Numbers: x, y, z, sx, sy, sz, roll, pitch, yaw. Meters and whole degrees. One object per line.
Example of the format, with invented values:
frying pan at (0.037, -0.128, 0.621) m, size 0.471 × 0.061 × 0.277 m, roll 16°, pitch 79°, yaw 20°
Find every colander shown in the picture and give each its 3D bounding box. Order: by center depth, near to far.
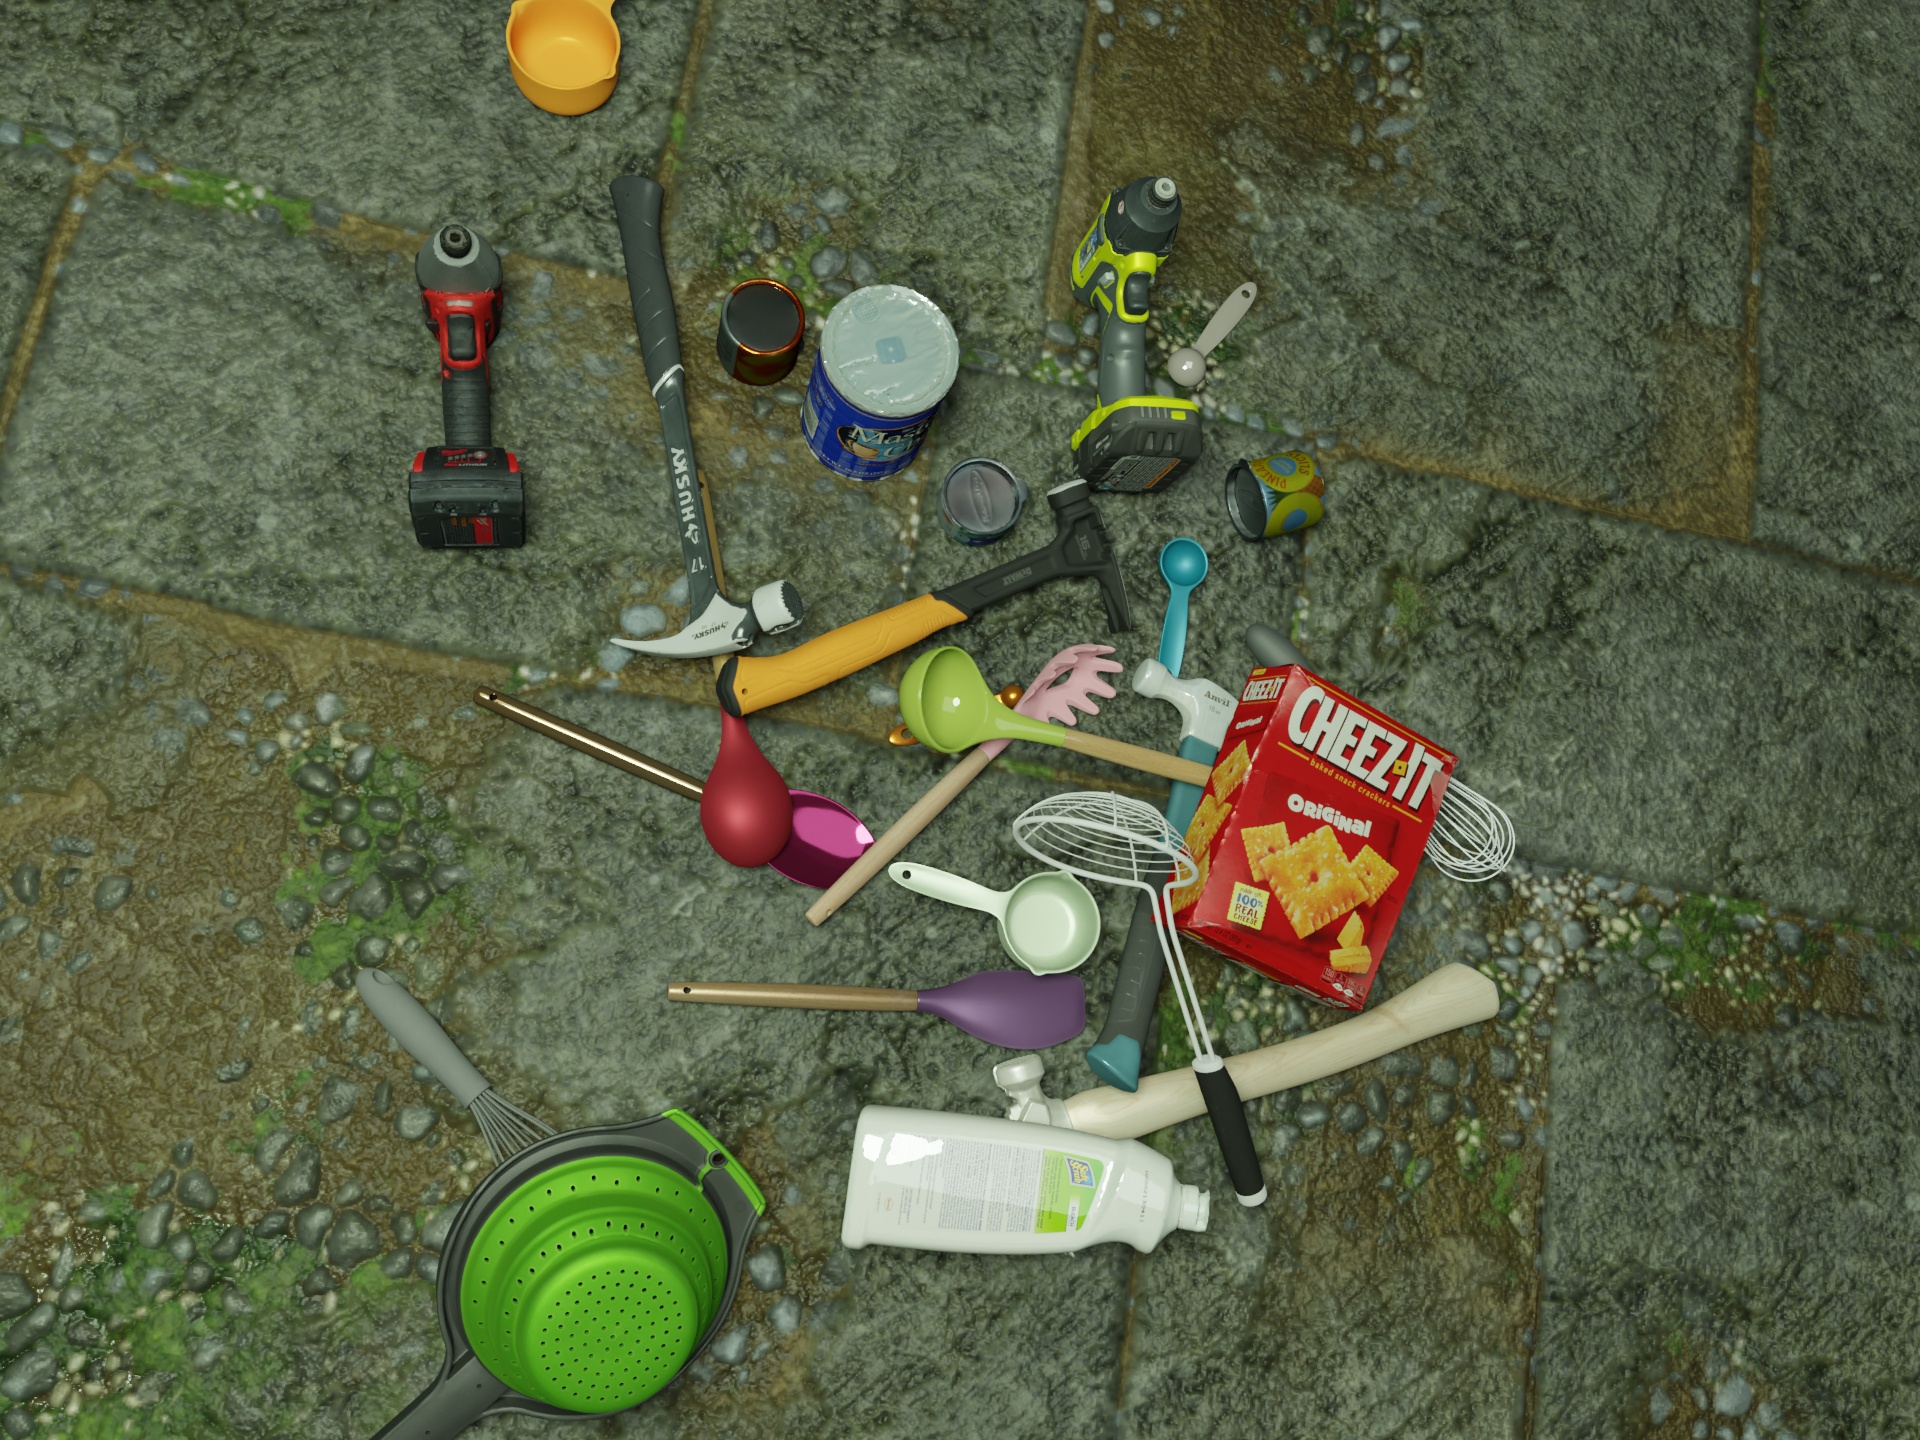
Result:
colander at (-0.293, 0.430, 1.021) m, size 0.397 × 0.094 × 0.204 m, roll -41°, pitch 110°, yaw -10°

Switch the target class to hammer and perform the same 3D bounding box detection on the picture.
hammer at (-0.026, -0.072, 1.215) m, size 0.337 × 0.034 × 0.127 m, roll -24°, pitch 99°, yaw -20°
hammer at (-0.224, -0.239, 1.217) m, size 0.149 × 0.036 × 0.409 m, roll -19°, pitch 73°, yaw 20°
hammer at (0.156, 0.119, 1.219) m, size 0.128 × 0.033 × 0.331 m, roll 24°, pitch 66°, yaw -12°
hammer at (0.235, 0.279, 1.222) m, size 0.410 × 0.038 × 0.146 m, roll -14°, pitch 83°, yaw -15°

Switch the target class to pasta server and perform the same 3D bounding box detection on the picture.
pasta server at (0.003, 0.047, 1.215) m, size 0.316 × 0.040 × 0.060 m, roll -43°, pitch 134°, yaw -18°

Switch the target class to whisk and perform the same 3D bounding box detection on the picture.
whisk at (-0.336, 0.261, 1.098) m, size 0.055 × 0.055 × 0.239 m, roll -43°, pitch 85°, yaw -17°
whisk at (0.337, 0.022, 1.292) m, size 0.284 × 0.070 × 0.070 m, roll 44°, pitch 73°, yaw 4°

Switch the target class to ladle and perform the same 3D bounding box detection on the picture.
ladle at (0.106, 0.017, 1.190) m, size 0.320 × 0.062 × 0.078 m, roll 15°, pitch 75°, yaw -12°
ladle at (-0.177, -0.045, 1.200) m, size 0.069 × 0.031 × 0.316 m, roll -5°, pitch 73°, yaw -20°

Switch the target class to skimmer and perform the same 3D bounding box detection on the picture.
skimmer at (0.141, 0.205, 1.110) m, size 0.090 × 0.127 × 0.363 m, roll -36°, pitch 113°, yaw -42°

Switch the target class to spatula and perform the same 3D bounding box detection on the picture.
spatula at (-0.058, 0.210, 1.182) m, size 0.316 × 0.018 × 0.060 m, roll 5°, pitch 71°, yaw -12°

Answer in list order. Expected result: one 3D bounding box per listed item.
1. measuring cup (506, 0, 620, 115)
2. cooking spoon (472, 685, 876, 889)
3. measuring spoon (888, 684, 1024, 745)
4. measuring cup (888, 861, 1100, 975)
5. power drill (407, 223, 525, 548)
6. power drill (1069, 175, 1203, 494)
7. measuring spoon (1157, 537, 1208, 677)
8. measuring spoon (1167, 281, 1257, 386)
measuring cup at (-0.295, -0.563, 1.285) m, size 0.095 × 0.052 × 0.174 m, roll 35°, pitch 71°, yaw -3°
cooking spoon at (-0.212, 0.045, 1.186) m, size 0.319 × 0.017 × 0.069 m, roll 25°, pitch 70°, yaw -6°
measuring spoon at (-0.002, -0.004, 1.245) m, size 0.117 × 0.011 × 0.021 m, roll -19°, pitch 82°, yaw -16°
measuring cup at (0.023, 0.140, 1.206) m, size 0.167 × 0.038 × 0.083 m, roll 19°, pitch 75°, yaw -6°
power drill at (-0.360, -0.244, 1.154) m, size 0.078 × 0.143 × 0.220 m, roll -2°, pitch 81°, yaw -16°
power drill at (0.137, -0.305, 1.261) m, size 0.080 × 0.171 × 0.223 m, roll 1°, pitch 81°, yaw -12°
measuring spoon at (0.173, -0.085, 1.302) m, size 0.042 × 0.021 × 0.128 m, roll 10°, pitch 85°, yaw -14°
measuring spoon at (0.220, -0.336, 1.363) m, size 0.034 × 0.018 × 0.124 m, roll 39°, pitch 72°, yaw -2°
